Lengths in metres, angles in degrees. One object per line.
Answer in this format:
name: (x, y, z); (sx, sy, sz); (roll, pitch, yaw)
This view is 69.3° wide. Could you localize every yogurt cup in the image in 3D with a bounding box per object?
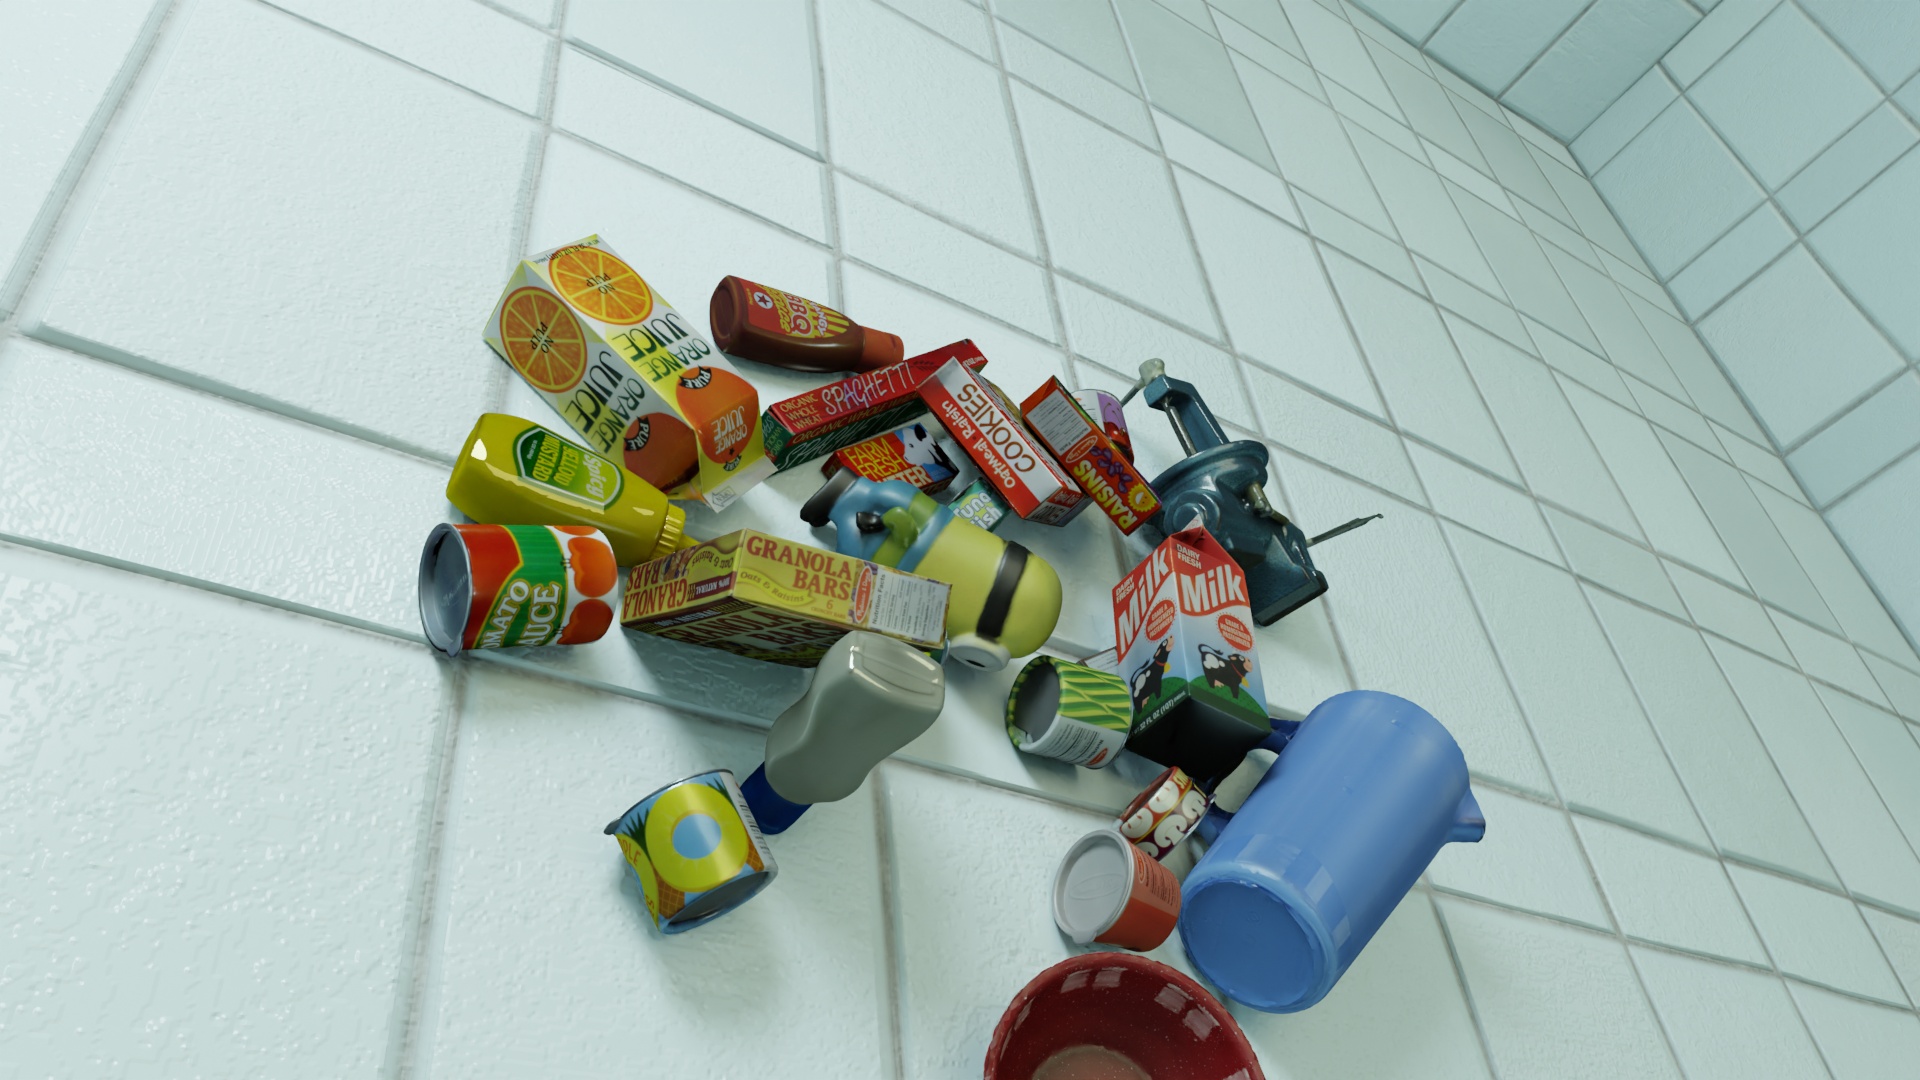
yogurt cup: (0.097, 0.217, 0.850); (0.054, 0.072, 0.073); (30, 37, -29)

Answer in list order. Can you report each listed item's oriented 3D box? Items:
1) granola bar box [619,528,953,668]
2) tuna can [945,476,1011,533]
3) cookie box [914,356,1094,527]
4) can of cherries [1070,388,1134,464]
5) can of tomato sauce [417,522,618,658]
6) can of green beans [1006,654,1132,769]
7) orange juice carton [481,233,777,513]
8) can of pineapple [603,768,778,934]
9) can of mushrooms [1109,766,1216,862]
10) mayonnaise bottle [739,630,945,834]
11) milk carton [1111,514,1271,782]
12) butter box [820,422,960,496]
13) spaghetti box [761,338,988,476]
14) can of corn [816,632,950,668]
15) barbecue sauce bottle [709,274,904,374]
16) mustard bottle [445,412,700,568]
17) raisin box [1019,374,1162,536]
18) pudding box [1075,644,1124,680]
granola bar box: (-0.101, 0.037, 0.769); (0.124, 0.165, 0.039); (17, 73, -30)
tuna can: (0.004, -0.012, 0.986); (0.033, 0.070, 0.071); (46, 37, 4)
cookie box: (0.037, -0.069, 1.041); (0.123, 0.040, 0.167); (50, 9, 10)
can of cherries: (0.110, -0.082, 1.156); (0.071, 0.071, 0.059); (18, 43, -29)
can of tomato sauce: (-0.234, 0.026, 0.737); (0.083, 0.071, 0.071); (1, 53, -43)
can of green beans: (0.072, 0.114, 0.926); (0.058, 0.071, 0.071); (19, 42, -28)
orange juice carton: (-0.202, -0.098, 0.884); (0.193, 0.072, 0.072); (45, 36, 2)
can of pineapple: (-0.134, 0.157, 0.698); (0.071, 0.070, 0.058); (-8, 60, -46)
can of mushrooms: (0.132, 0.180, 0.911); (0.033, 0.070, 0.071); (45, 37, 6)
mayonnaise bottle: (-0.070, 0.106, 0.736); (0.065, 0.147, 0.041); (25, 41, -23)
milk carton: (0.160, 0.067, 0.995); (0.073, 0.072, 0.191); (25, 39, -22)
butter box: (-0.050, -0.051, 1.015); (0.053, 0.024, 0.104); (50, 37, 11)
spaghetti box: (-0.066, -0.102, 1.031); (0.029, 0.050, 0.251); (48, 37, 10)
can of corn: (-0.048, 0.067, 0.860); (0.058, 0.071, 0.071); (23, 41, -23)
barbecue sauce bottle: (-0.113, -0.154, 1.045); (0.149, 0.043, 0.065); (11, 46, -36)
mustard bottle: (-0.214, -0.019, 0.814); (0.160, 0.048, 0.065); (23, 41, -23)
raisin box: (0.100, -0.067, 1.070); (0.123, 0.040, 0.086); (49, 8, -7)
pudding box: (0.115, 0.104, 1.004); (0.084, 0.030, 0.050); (-15, 63, -49)
